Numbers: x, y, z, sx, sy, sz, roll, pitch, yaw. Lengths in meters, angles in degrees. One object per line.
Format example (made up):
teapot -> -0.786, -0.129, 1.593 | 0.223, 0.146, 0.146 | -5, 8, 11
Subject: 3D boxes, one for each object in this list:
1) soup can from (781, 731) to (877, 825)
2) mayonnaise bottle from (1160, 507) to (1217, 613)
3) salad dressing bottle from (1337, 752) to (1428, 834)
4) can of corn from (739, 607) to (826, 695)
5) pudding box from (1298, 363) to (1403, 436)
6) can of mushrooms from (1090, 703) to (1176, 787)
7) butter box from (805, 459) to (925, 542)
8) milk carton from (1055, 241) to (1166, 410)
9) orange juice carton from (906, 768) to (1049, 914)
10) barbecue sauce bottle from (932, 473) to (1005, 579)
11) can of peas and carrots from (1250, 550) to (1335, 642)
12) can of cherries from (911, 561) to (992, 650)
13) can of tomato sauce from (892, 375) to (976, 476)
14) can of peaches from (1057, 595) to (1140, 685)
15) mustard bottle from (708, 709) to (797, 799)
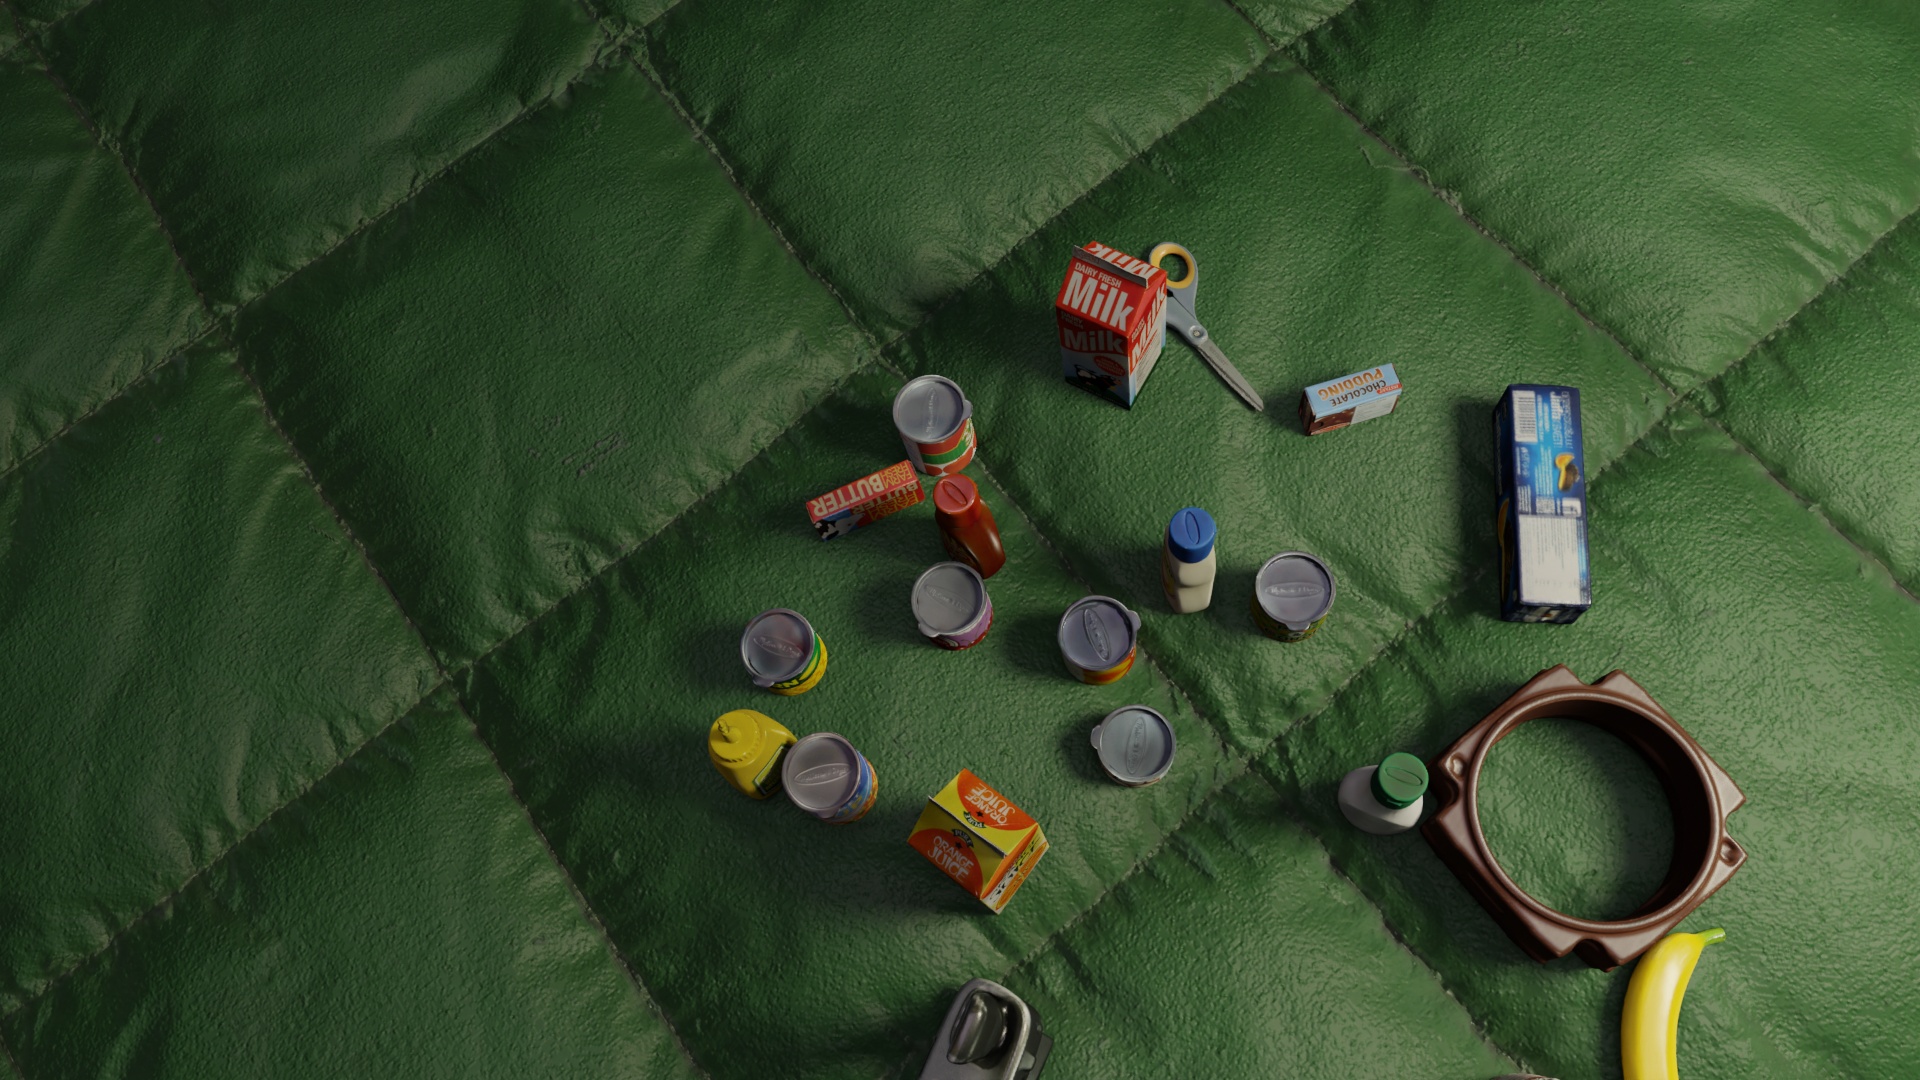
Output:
soup can -> -0.108, 0.204, 1.165 | 0.071, 0.083, 0.071 | -2, 70, 6
mayonnaise bottle -> 0.191, 0.013, 1.162 | 0.041, 0.147, 0.065 | -13, 70, 3
salad dressing bottle -> 0.332, 0.196, 1.079 | 0.064, 0.147, 0.044 | 19, 74, 13
can of corn -> -0.156, 0.101, 1.221 | 0.071, 0.058, 0.071 | -2, 70, 6
pudding box -> 0.349, -0.126, 1.245 | 0.084, 0.049, 0.030 | -17, 70, 1
can of mushrooms -> 0.146, 0.173, 1.171 | 0.071, 0.033, 0.071 | -2, 70, 6
butter box -> -0.086, -0.036, 1.264 | 0.103, 0.053, 0.024 | -23, 70, -2
milk carton -> 0.134, -0.196, 1.221 | 0.072, 0.190, 0.073 | 27, 76, 15
orange juice carton -> 0.015, 0.234, 1.081 | 0.072, 0.192, 0.073 | 35, 79, 17
barbecue sauce bottle -> 0.004, -0.015, 1.195 | 0.044, 0.148, 0.065 | -43, 71, -8
can of peas and carrots -> 0.283, 0.051, 1.185 | 0.071, 0.058, 0.071 | -2, 70, 6
can of cherries -> -0.009, 0.060, 1.217 | 0.071, 0.058, 0.071 | -2, 70, 6
can of tomato sauce -> -0.020, -0.103, 1.264 | 0.071, 0.083, 0.071 | -2, 70, 6
can of peaches -> 0.120, 0.086, 1.192 | 0.071, 0.058, 0.071 | -2, 70, 6
mustard bottle -> -0.175, 0.171, 1.144 | 0.049, 0.159, 0.065 | 33, 78, 17
